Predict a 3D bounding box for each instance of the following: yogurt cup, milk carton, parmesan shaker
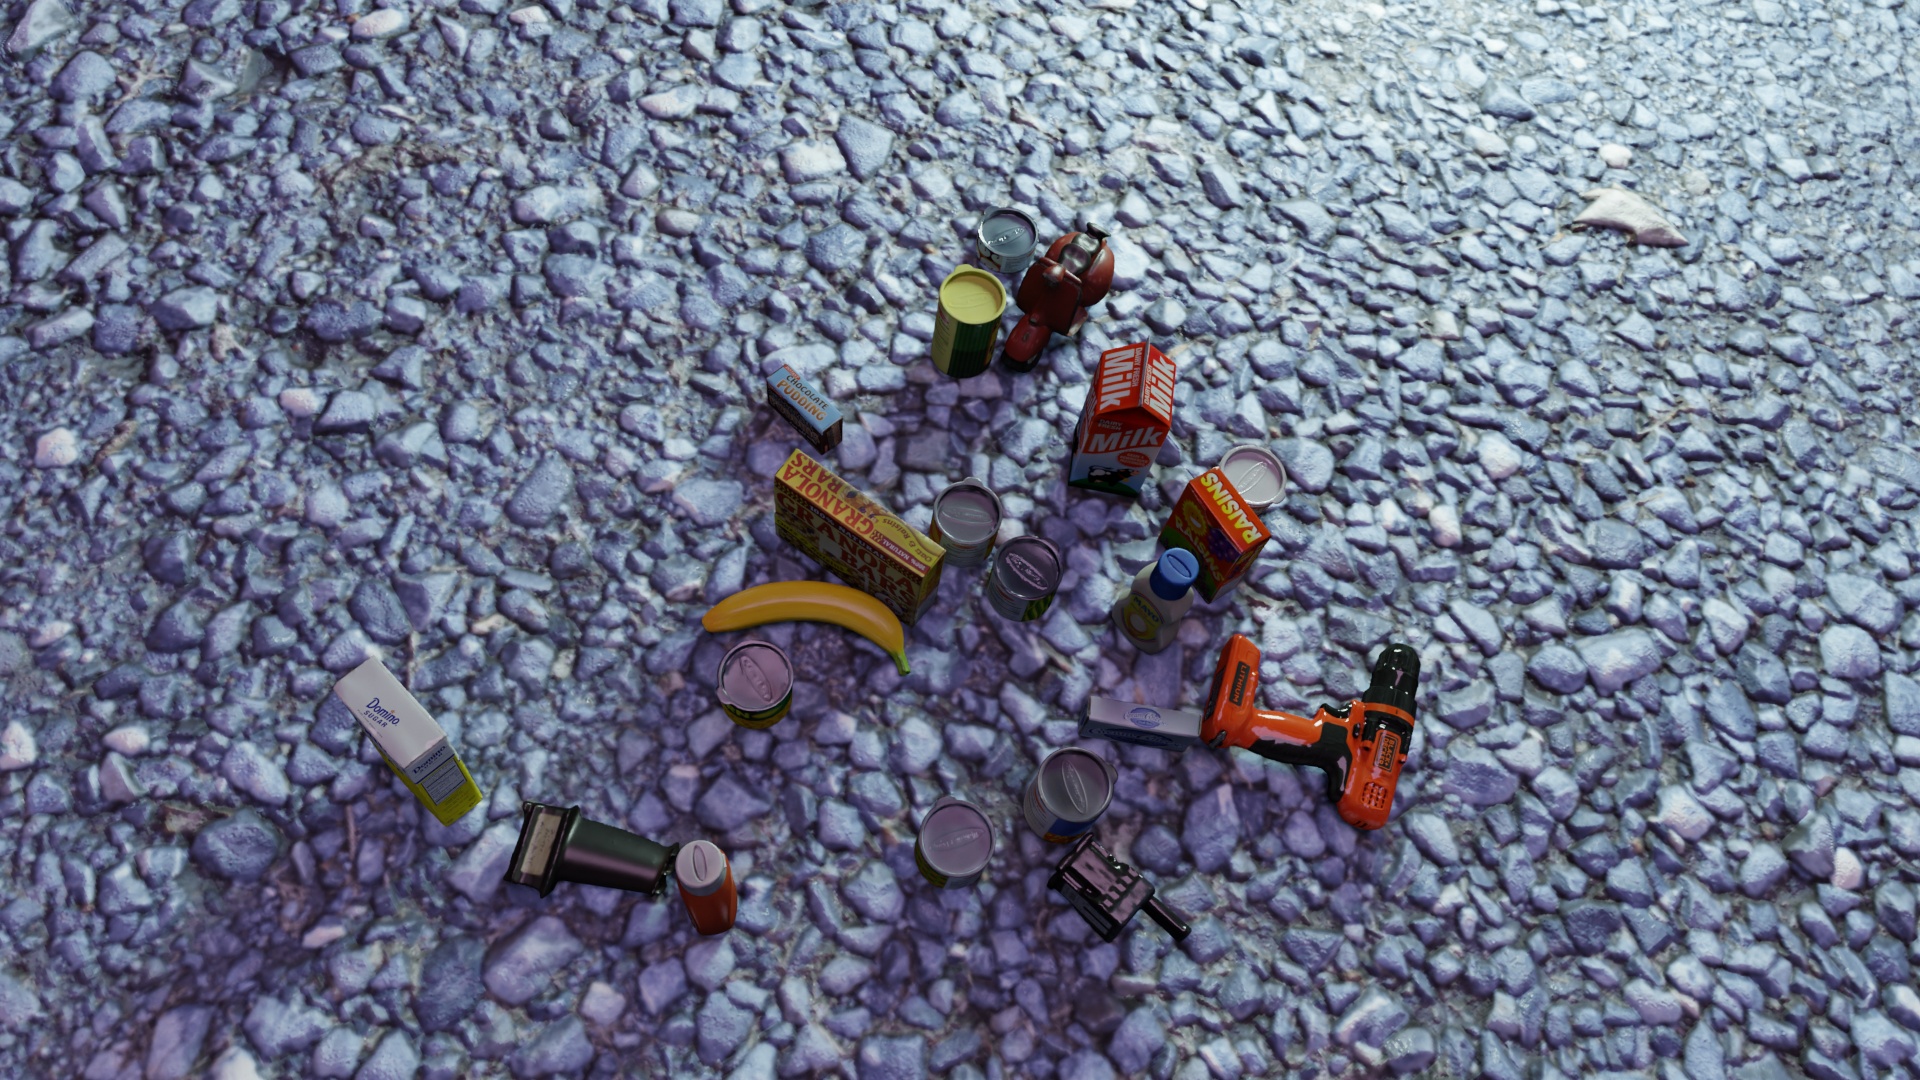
[{"bbox_3d":[0.284,-0.053,1.384,0.072,0.053,0.072,3,65,-5],"label":"yogurt cup"},{"bbox_3d":[0.156,-0.117,1.324,0.073,0.189,0.072,10,64,-2],"label":"milk carton"},{"bbox_3d":[0.006,-0.220,1.403,0.071,0.102,0.071,3,65,-5],"label":"parmesan shaker"}]

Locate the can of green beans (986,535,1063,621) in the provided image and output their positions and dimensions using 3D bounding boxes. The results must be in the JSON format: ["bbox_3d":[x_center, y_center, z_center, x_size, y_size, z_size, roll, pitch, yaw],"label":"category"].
[{"bbox_3d":[0.060,0.037,1.313,0.071,0.057,0.071,3,65,-5],"label":"can of green beans"}]

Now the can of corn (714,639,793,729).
[{"bbox_3d":[-0.185,0.131,1.239,0.071,0.058,0.071,3,65,-5],"label":"can of corn"}]

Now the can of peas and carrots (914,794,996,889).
[{"bbox_3d":[-0.007,0.261,1.198,0.071,0.058,0.071,3,65,-5],"label":"can of peas and carrots"}]

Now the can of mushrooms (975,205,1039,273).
[{"bbox_3d":[0.049,-0.325,1.497,0.071,0.033,0.071,3,65,-5],"label":"can of mushrooms"}]

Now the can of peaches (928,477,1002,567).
[{"bbox_3d":[0.005,-0.017,1.332,0.071,0.057,0.071,3,65,-5],"label":"can of peaches"}]

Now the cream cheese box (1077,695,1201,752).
[{"bbox_3d":[0.162,0.168,1.265,0.104,0.053,0.024,10,64,-2],"label":"cream cheese box"}]

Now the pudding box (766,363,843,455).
[{"bbox_3d":[-0.153,-0.130,1.371,0.030,0.049,0.084,-41,75,-21],"label":"pudding box"}]

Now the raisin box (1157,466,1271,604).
[{"bbox_3d":[0.238,-0.004,1.317,0.040,0.123,0.086,-28,71,-18],"label":"raisin box"}]

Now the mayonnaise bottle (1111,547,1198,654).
[{"bbox_3d":[0.181,0.053,1.270,0.041,0.147,0.065,-39,75,-21],"label":"mayonnaise bottle"}]

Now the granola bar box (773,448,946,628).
[{"bbox_3d":[-0.096,0.001,1.275,0.166,0.123,0.039,34,66,9],"label":"granola bar box"}]

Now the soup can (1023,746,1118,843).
[{"bbox_3d":[0.096,0.223,1.214,0.071,0.083,0.071,3,65,-5],"label":"soup can"}]

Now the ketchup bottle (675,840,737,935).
[{"bbox_3d":[-0.205,0.275,1.118,0.043,0.148,0.065,-10,67,-11],"label":"ketchup bottle"}]
